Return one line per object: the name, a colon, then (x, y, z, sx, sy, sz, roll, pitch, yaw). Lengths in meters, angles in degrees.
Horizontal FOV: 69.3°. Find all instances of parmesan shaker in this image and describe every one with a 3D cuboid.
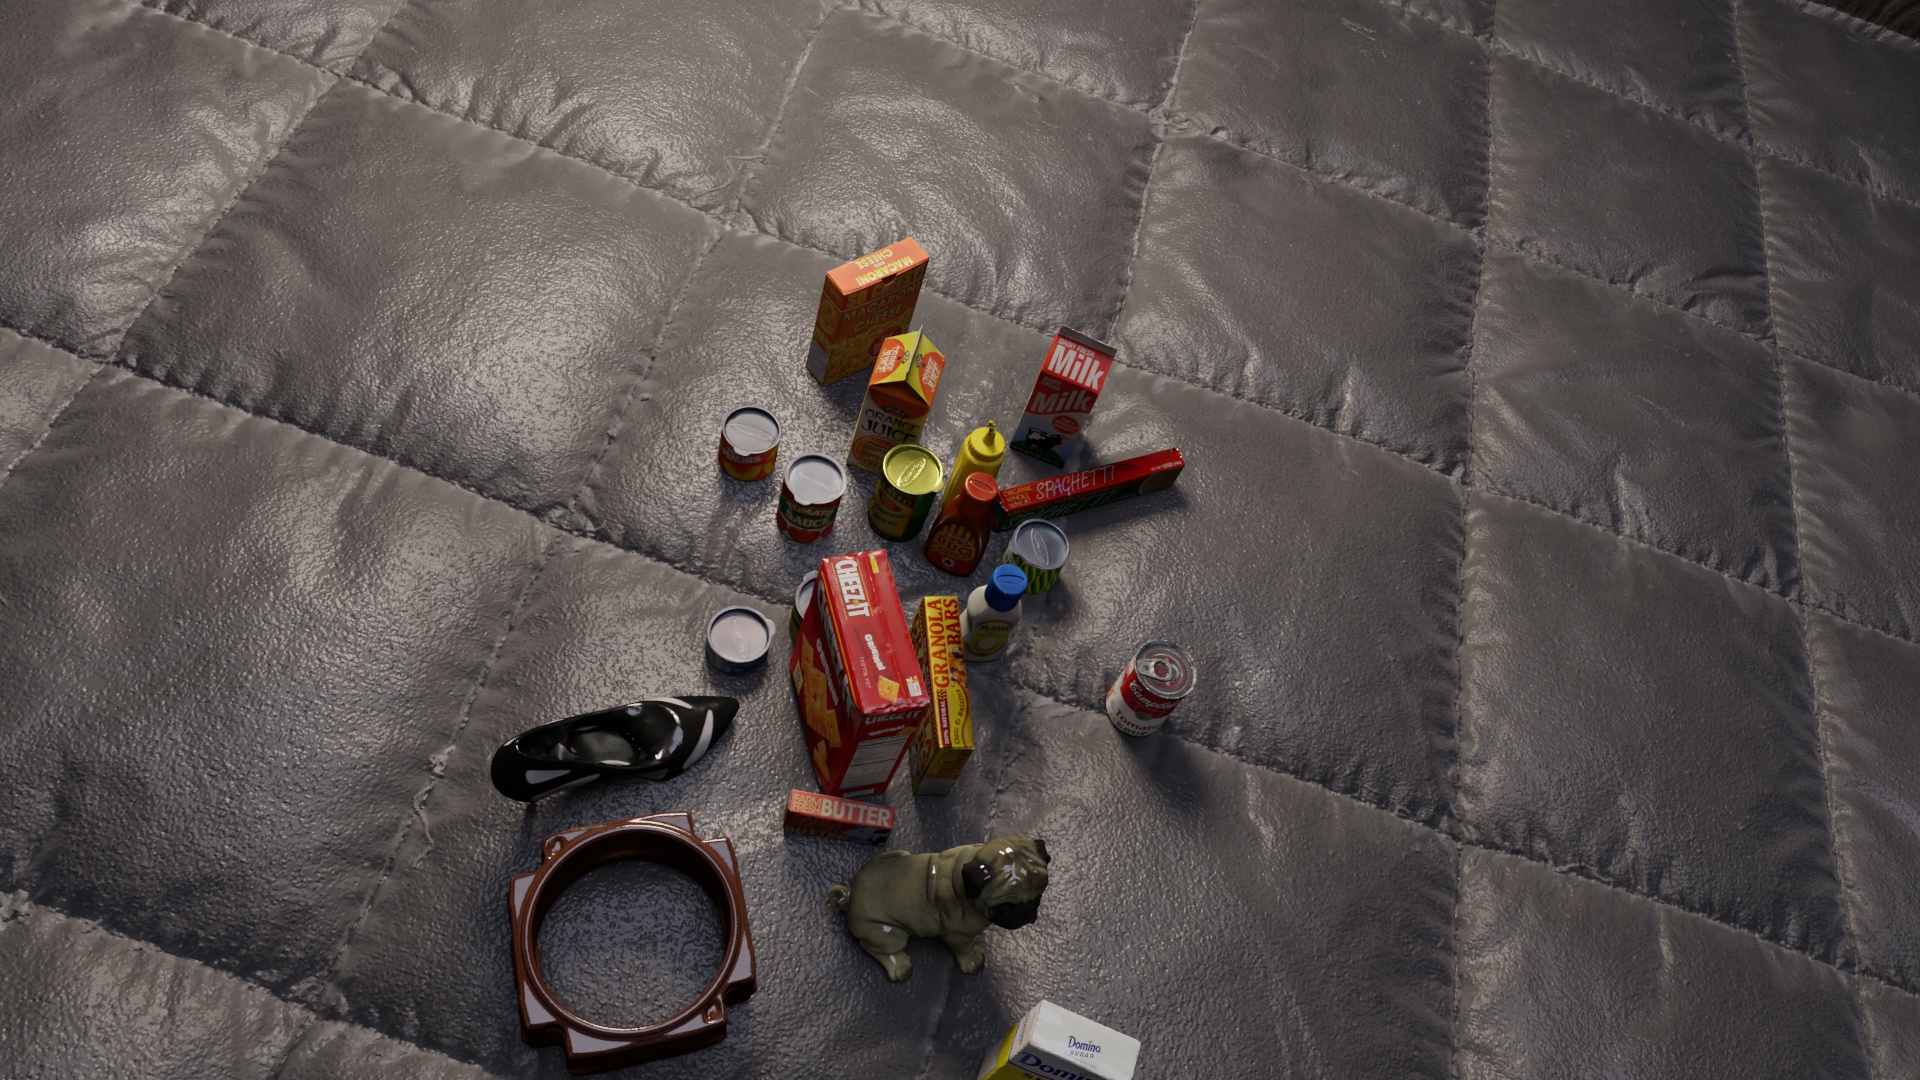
parmesan shaker: (-0.060, -0.049, 1.528, 0.071, 0.102, 0.071, 7, 57, -11)

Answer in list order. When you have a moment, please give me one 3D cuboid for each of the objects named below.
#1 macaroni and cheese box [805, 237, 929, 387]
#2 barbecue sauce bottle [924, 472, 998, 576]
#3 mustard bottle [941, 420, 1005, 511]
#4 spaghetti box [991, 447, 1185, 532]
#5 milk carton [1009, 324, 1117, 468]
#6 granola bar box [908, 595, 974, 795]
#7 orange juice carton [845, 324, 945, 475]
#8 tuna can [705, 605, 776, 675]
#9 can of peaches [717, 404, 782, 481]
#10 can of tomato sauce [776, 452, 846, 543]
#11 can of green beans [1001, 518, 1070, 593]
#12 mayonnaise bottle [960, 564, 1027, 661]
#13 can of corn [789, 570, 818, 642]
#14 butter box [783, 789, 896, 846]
macaroni and cheese box: (-0.108, -0.263, 1.613, 0.124, 0.165, 0.040, -30, 70, -29)
barbecue sauce bottle: (0.005, -0.019, 1.499, 0.065, 0.147, 0.044, 26, 55, 1)
mustard bottle: (0.018, -0.080, 1.535, 0.049, 0.159, 0.065, 20, 55, -3)
spaghetti box: (0.148, -0.060, 1.625, 0.251, 0.050, 0.029, -15, 64, -24)
milk carton: (0.121, -0.174, 1.606, 0.072, 0.189, 0.074, 23, 55, -1)
granola bar box: (-0.026, 0.156, 1.393, 0.039, 0.123, 0.166, 2, 58, -14)
orange juice carton: (-0.069, -0.153, 1.538, 0.073, 0.191, 0.072, 19, 55, -4)
tuna can: (-0.226, 0.103, 1.427, 0.071, 0.032, 0.071, 7, 57, -11)
can of peaches: (-0.235, -0.106, 1.543, 0.071, 0.057, 0.071, 7, 57, -11)
can of tomato sauce: (-0.163, -0.044, 1.508, 0.071, 0.082, 0.071, 7, 57, -11)
can of green beans: (0.083, 0.018, 1.553, 0.071, 0.057, 0.071, 7, 57, -11)
mayonnaise bottle: (0.033, 0.077, 1.446, 0.065, 0.147, 0.041, 3, 58, -14)
can of corn: (-0.145, 0.075, 1.452, 0.071, 0.058, 0.071, 7, 57, -11)
butter box: (-0.118, 0.268, 1.339, 0.103, 0.052, 0.024, 12, 56, -8)
